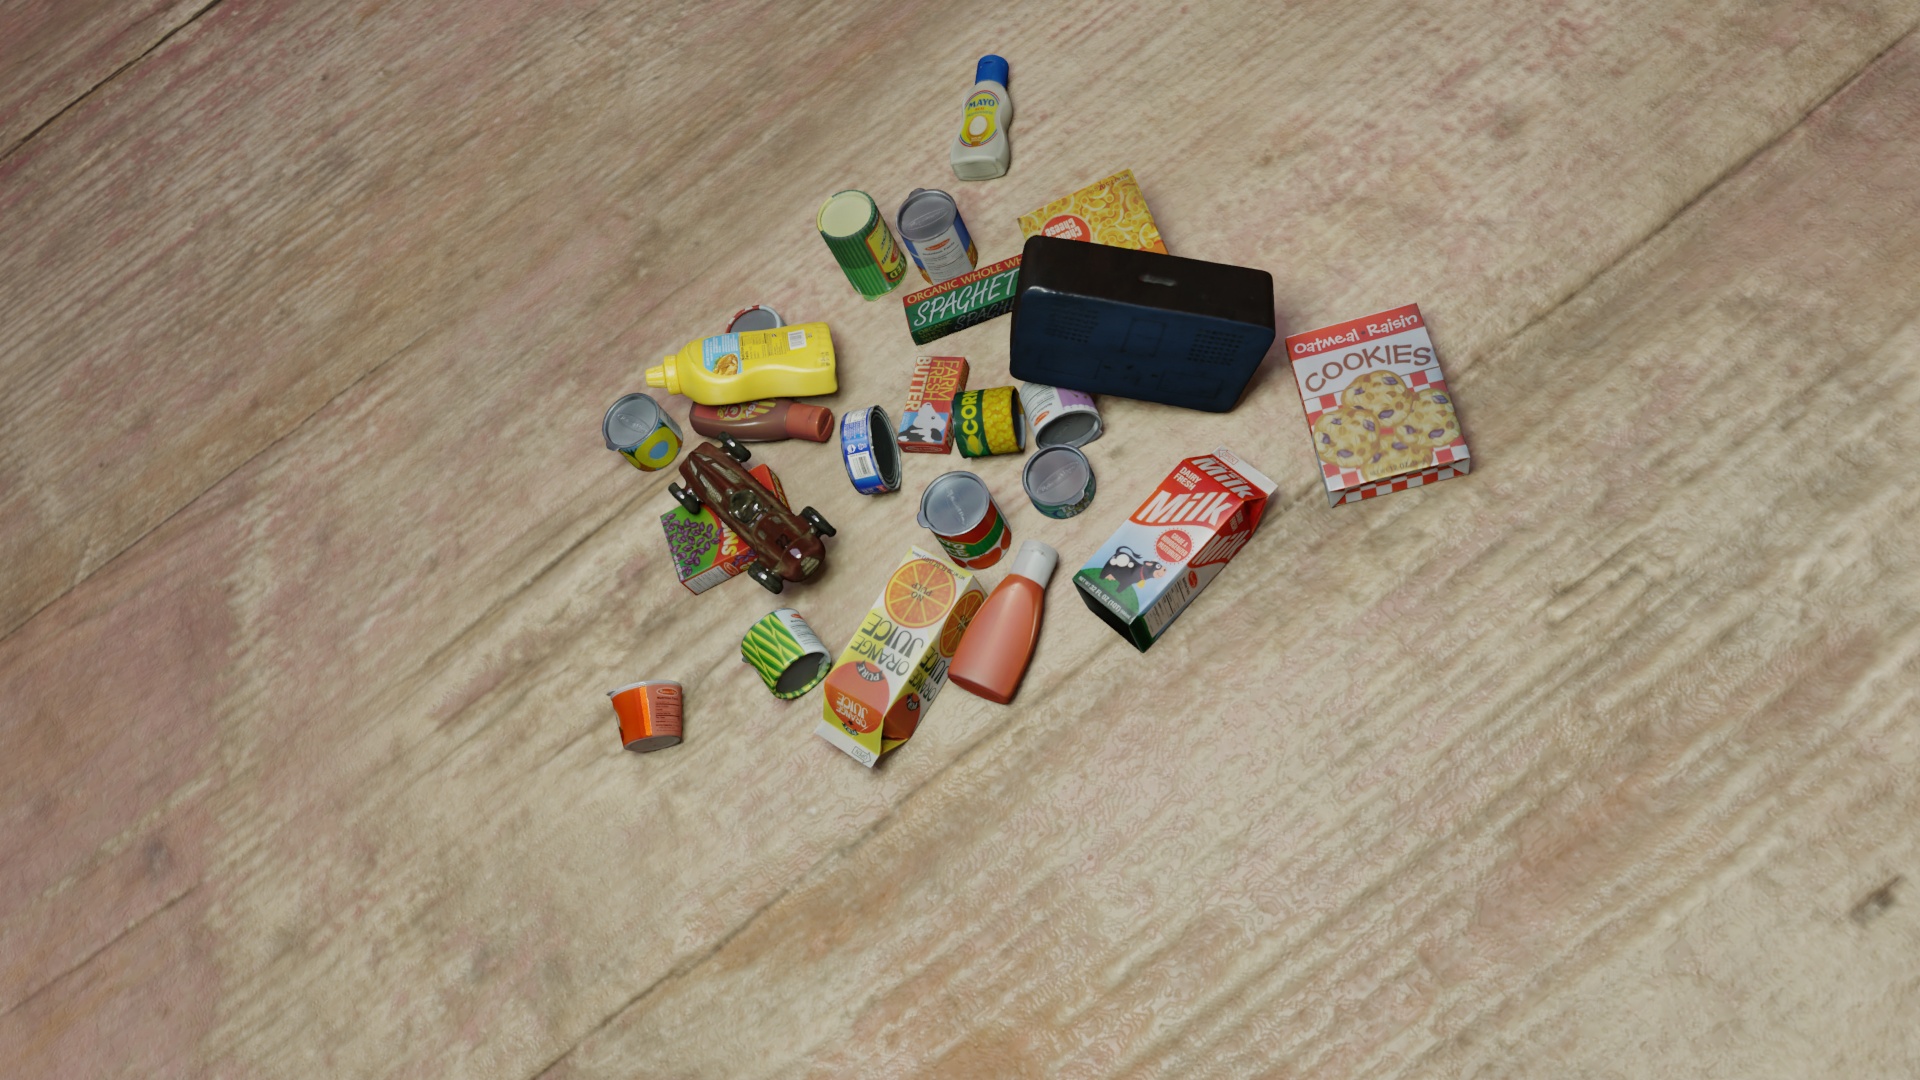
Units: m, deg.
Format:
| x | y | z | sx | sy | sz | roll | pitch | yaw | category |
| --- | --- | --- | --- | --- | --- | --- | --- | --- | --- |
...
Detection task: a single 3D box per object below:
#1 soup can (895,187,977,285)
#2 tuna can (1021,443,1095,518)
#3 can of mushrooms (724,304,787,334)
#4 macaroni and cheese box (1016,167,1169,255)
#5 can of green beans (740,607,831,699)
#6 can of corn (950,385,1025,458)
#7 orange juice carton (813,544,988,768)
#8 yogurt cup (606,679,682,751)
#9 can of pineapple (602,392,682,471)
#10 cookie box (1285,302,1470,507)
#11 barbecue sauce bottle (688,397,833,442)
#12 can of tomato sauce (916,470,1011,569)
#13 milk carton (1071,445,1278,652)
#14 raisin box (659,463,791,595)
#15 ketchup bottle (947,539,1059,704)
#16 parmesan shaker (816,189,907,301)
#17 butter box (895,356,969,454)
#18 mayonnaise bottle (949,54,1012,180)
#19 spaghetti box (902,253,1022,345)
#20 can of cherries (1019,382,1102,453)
| x | y | z | sx | sy | sz | roll | pitch | yaw | category |
| --- | --- | --- | --- | --- | --- | --- | --- | --- | --- |
| -0.025 | -0.318 | 1.456 | 0.071 | 0.083 | 0.071 | -7 | 63 | 15 | soup can |
| 0.096 | -0.054 | 1.318 | 0.071 | 0.032 | 0.071 | -7 | 63 | 15 | tuna can |
| -0.220 | -0.218 | 1.501 | 0.071 | 0.033 | 0.071 | -7 | 64 | 14 | can of mushrooms |
| 0.145 | -0.266 | 1.376 | 0.123 | 0.040 | 0.166 | -23 | 78 | 8 | macaroni and cheese box |
| -0.163 | 0.107 | 1.305 | 0.071 | 0.071 | 0.058 | -40 | 61 | -4 | can of green beans |
| 0.028 | -0.116 | 1.349 | 0.058 | 0.071 | 0.071 | -6 | 64 | 15 | can of corn |
| -0.056 | 0.109 | 1.265 | 0.072 | 0.073 | 0.193 | 26 | 76 | 27 | orange juice carton |
| -0.296 | 0.168 | 1.321 | 0.072 | 0.072 | 0.054 | -16 | 70 | 10 | yogurt cup |
| -0.338 | -0.113 | 1.473 | 0.071 | 0.057 | 0.071 | -7 | 63 | 15 | can of pineapple |
| 0.375 | -0.124 | 1.258 | 0.123 | 0.040 | 0.168 | -14 | 63 | 11 | cookie box |
| -0.205 | -0.130 | 1.446 | 0.148 | 0.043 | 0.065 | 10 | 58 | 22 | barbecue sauce bottle |
| 0.005 | -0.016 | 1.300 | 0.071 | 0.083 | 0.071 | -7 | 63 | 15 | can of tomato sauce |
| 0.194 | 0.000 | 1.237 | 0.191 | 0.073 | 0.072 | -46 | 60 | -7 | milk carton |
| -0.232 | -0.011 | 1.400 | 0.123 | 0.040 | 0.086 | -27 | 60 | 5 | raisin box |
| 0.045 | 0.071 | 1.267 | 0.065 | 0.043 | 0.149 | 22 | 73 | 11 | ketchup bottle |
| -0.104 | -0.311 | 1.468 | 0.071 | 0.102 | 0.071 | -7 | 64 | 15 | parmesan shaker |
| -0.027 | -0.138 | 1.404 | 0.053 | 0.024 | 0.104 | 4 | 66 | 21 | butter box |
| 0.028 | -0.469 | 1.537 | 0.065 | 0.041 | 0.148 | -1 | 65 | 19 | mayonnaise bottle |
| 0.061 | -0.267 | 1.436 | 0.250 | 0.028 | 0.050 | -19 | 61 | 9 | spaghetti box |
| 0.097 | -0.126 | 1.337 | 0.071 | 0.071 | 0.058 | -22 | 60 | 7 | can of cherries |
